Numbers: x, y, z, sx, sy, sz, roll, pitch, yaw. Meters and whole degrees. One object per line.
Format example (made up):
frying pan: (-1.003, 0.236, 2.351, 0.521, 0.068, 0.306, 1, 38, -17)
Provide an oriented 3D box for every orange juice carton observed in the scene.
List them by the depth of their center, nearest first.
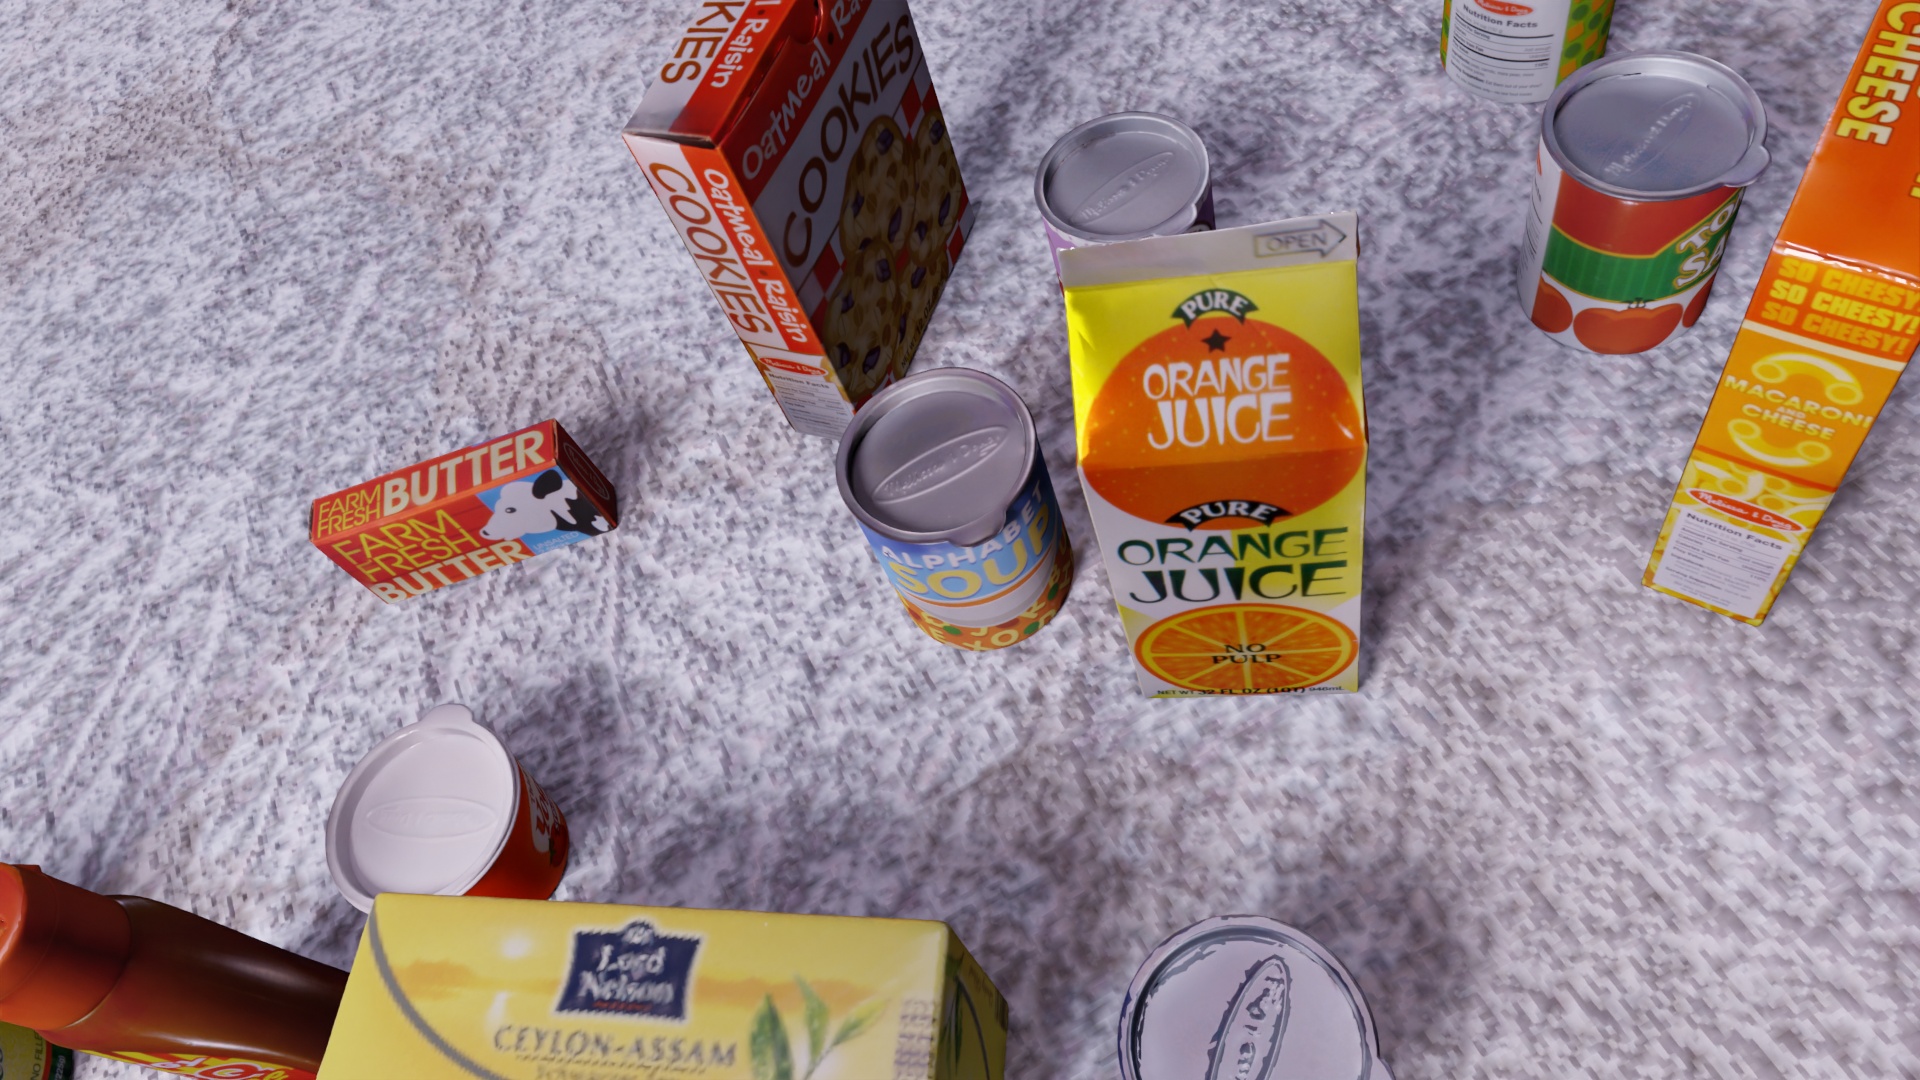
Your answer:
orange juice carton: (0.077, -0.025, 0.401, 0.072, 0.192, 0.073, -3, 59, 13)

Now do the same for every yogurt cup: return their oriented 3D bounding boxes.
yogurt cup: (-0.170, 0.101, 0.473, 0.072, 0.053, 0.073, -7, 59, 11)

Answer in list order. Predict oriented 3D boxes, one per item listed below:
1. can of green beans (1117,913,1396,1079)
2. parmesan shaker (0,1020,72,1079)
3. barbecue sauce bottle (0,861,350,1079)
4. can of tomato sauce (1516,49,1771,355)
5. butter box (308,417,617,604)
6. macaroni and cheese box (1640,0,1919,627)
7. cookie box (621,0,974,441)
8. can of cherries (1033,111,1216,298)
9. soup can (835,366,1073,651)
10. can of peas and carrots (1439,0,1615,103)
can of green beans: (0.079, 0.143, 0.380, 0.071, 0.057, 0.071, -7, 59, 11)
parmesan shaker: (-0.354, 0.169, 0.451, 0.071, 0.102, 0.071, -7, 59, 11)
barbecue sauce bottle: (-0.237, 0.134, 0.414, 0.065, 0.148, 0.044, -2, 60, 14)
can of tomato sauce: (0.233, -0.113, 0.479, 0.071, 0.082, 0.071, -7, 59, 11)
butter box: (-0.194, -0.010, 0.547, 0.103, 0.053, 0.024, -18, 57, 4)
macaroni and cheese box: (0.251, -0.068, 0.397, 0.040, 0.165, 0.124, 23, 68, 26)
cookie box: (-0.048, -0.132, 0.514, 0.040, 0.166, 0.123, 12, 64, 21)
can of cherries: (0.067, -0.121, 0.541, 0.071, 0.058, 0.072, -7, 59, 11)
soup can: (0.002, -0.006, 0.475, 0.071, 0.083, 0.071, -7, 59, 11)
can of peas and carrots: (0.230, -0.222, 0.559, 0.071, 0.058, 0.071, -7, 59, 11)
